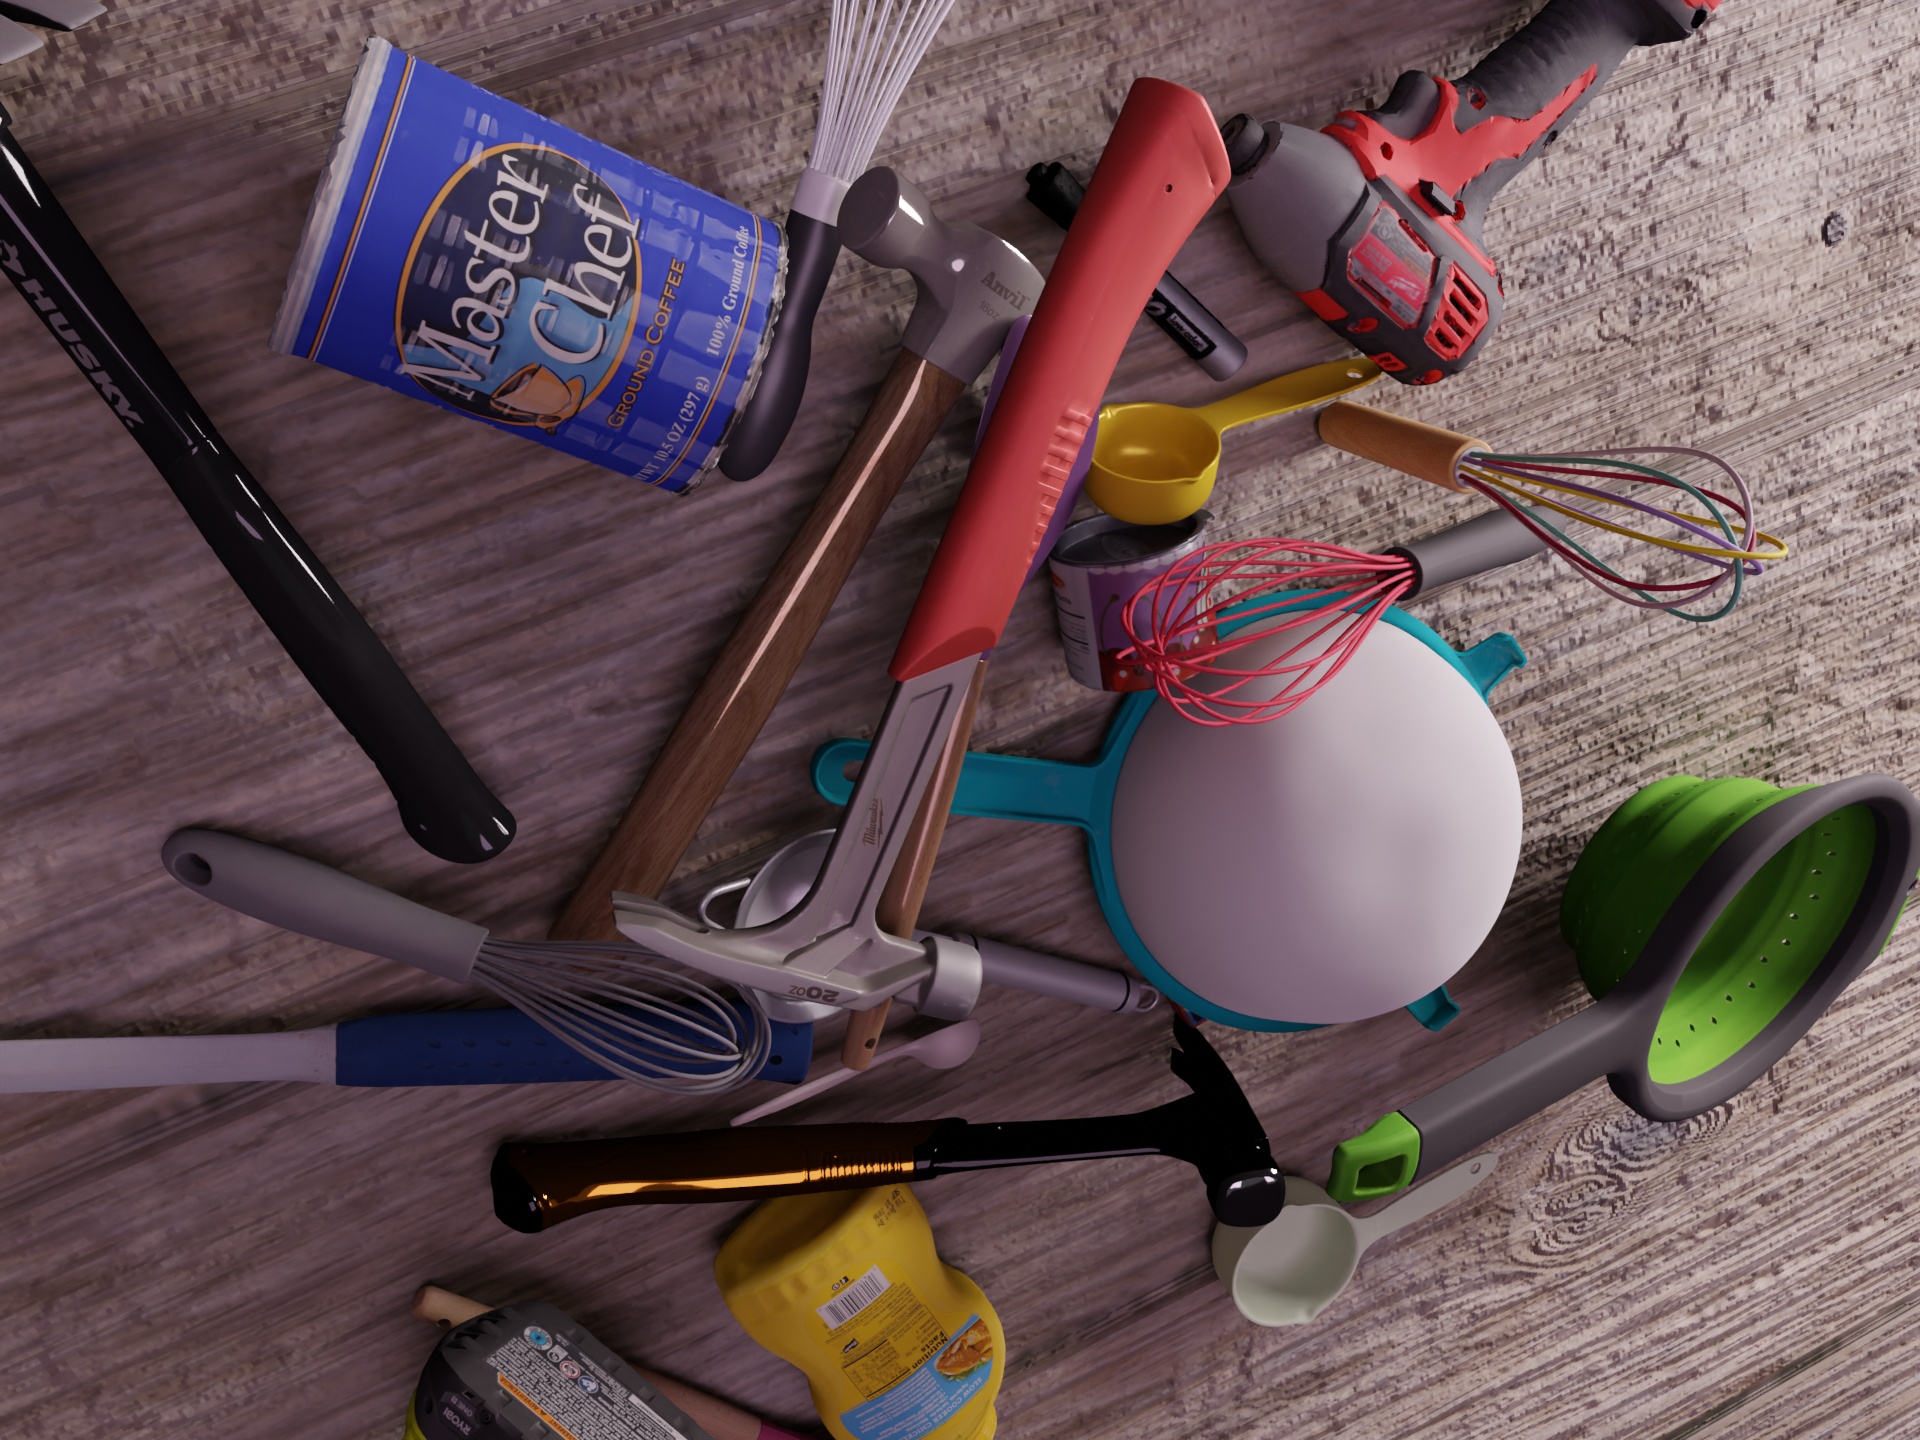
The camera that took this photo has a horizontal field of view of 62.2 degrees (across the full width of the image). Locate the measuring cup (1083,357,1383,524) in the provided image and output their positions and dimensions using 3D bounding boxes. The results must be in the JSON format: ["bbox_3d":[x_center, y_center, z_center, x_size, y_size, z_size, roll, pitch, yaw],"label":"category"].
[{"bbox_3d":[0.119,-0.121,0.674,0.156,0.062,0.029,-23,139,-24],"label":"measuring cup"}]

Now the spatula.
[{"bbox_3d":[-0.001,-0.002,0.638,0.059,0.018,0.316,6,106,-39],"label":"spatula"}]

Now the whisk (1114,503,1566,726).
[{"bbox_3d":[0.173,-0.057,0.664,0.296,0.073,0.073,-19,118,-39],"label":"whisk"}]

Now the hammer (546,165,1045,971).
[{"bbox_3d":[-0.068,-0.039,0.624,0.130,0.031,0.331,19,108,-46],"label":"hammer"}]

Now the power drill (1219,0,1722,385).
[{"bbox_3d":[0.202,-0.260,0.634,0.143,0.079,0.219,30,100,-27],"label":"power drill"}]

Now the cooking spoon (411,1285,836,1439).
[{"bbox_3d":[-0.120,0.333,0.764,0.318,0.017,0.068,35,114,-27],"label":"cooking spoon"}]

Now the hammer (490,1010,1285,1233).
[{"bbox_3d":[-0.034,0.188,0.711,0.337,0.127,0.034,-2,112,-10],"label":"hammer"}]

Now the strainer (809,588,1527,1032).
[{"bbox_3d":[0.109,0.044,0.685,0.340,0.095,0.211,6,98,-17],"label":"strainer"}]

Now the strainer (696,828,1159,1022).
[{"bbox_3d":[-0.009,0.103,0.709,0.258,0.050,0.087,19,94,-31],"label":"strainer"}]

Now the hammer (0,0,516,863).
[{"bbox_3d":[-0.241,-0.077,0.521,0.035,0.146,0.334,-55,134,-36],"label":"hammer"}]

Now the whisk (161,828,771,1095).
[{"bbox_3d":[-0.186,0.088,0.608,0.239,0.055,0.055,21,102,-8],"label":"whisk"}]

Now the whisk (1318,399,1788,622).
[{"bbox_3d":[0.210,-0.090,0.601,0.047,0.245,0.051,-29,117,-8],"label":"whisk"}]

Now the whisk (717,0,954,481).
[{"bbox_3d":[-0.037,-0.219,0.570,0.070,0.070,0.284,13,109,-24],"label":"whisk"}]

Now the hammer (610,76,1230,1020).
[{"bbox_3d":[-0.001,-0.060,0.587,0.149,0.037,0.359,18,102,-21],"label":"hammer"}]

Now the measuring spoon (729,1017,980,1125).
[{"bbox_3d":[-0.044,0.162,0.709,0.124,0.034,0.018,-17,75,-26],"label":"measuring spoon"}]

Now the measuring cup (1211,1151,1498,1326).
[{"bbox_3d":[0.210,0.262,0.854,0.167,0.038,0.083,-22,116,-14],"label":"measuring cup"}]

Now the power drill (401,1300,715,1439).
[{"bbox_3d":[-0.199,0.385,0.670,0.190,0.080,0.228,34,101,12],"label":"power drill"}]

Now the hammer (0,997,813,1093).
[{"bbox_3d":[-0.257,0.127,0.626,0.405,0.035,0.144,2,109,-21],"label":"hammer"}]

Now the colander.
[{"bbox_3d":[0.306,0.118,0.772,0.397,0.095,0.204,-18,128,-26],"label":"colander"}]
